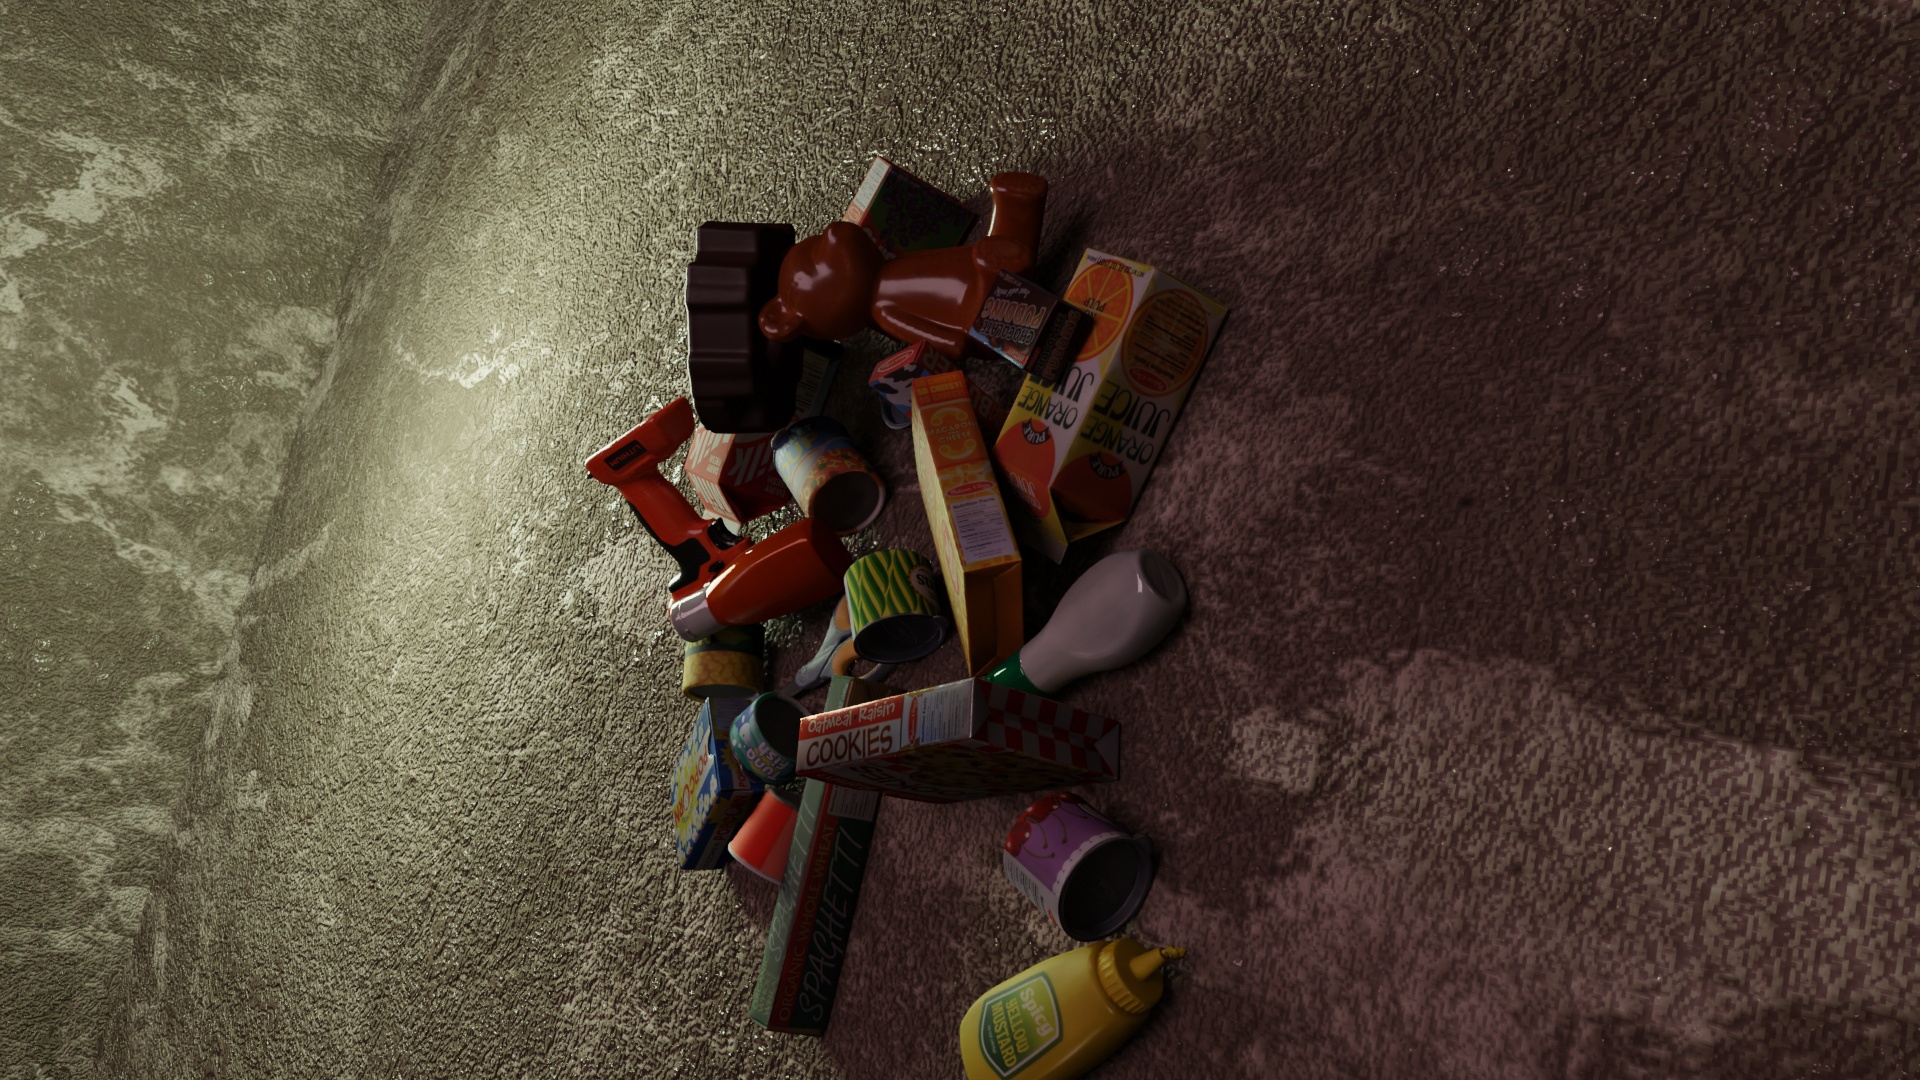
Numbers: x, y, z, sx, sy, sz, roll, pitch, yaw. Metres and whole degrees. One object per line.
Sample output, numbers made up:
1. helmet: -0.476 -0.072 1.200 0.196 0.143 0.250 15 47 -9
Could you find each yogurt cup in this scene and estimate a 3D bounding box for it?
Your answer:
1. yogurt cup: -0.129 0.218 1.023 0.072 0.072 0.054 25 86 52

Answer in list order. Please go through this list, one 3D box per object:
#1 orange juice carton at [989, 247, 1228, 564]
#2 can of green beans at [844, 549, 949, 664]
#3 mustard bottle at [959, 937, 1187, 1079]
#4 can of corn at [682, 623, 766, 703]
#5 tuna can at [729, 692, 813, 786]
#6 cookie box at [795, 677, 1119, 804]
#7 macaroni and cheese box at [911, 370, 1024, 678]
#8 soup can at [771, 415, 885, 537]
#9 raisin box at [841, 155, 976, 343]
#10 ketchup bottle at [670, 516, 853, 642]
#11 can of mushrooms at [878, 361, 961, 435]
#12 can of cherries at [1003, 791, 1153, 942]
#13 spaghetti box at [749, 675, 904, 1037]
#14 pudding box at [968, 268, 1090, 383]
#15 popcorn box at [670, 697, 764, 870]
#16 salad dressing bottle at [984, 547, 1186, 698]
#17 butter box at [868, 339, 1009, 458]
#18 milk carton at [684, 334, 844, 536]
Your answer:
1. orange juice carton: 0.085 -0.082 0.890 0.072 0.073 0.192 33 100 53
2. can of green beans: -0.048 0.047 0.998 0.071 0.071 0.058 -39 47 33
3. mustard bottle: 0.065 0.262 0.780 0.159 0.049 0.065 -44 47 30
4. can of corn: -0.198 0.100 1.151 0.071 0.071 0.058 -24 58 43
5. tuna can: -0.141 0.152 1.061 0.032 0.071 0.071 -43 45 30
6. cookie box: -0.004 0.130 0.863 0.167 0.123 0.040 -19 60 45
7. macaroni and cheese box: 0.003 -0.012 0.928 0.123 0.040 0.167 86 170 -52
8. soup can: -0.107 -0.052 1.110 0.071 0.071 0.084 -56 40 17
9. raisin box: -0.057 -0.233 1.118 0.123 0.086 0.040 -58 34 15
10. ketchup bottle: -0.160 0.037 1.091 0.148 0.064 0.044 -26 36 20
11. can of mushrooms: -0.030 -0.113 1.076 0.071 0.033 0.071 -23 58 43
12. can of cherries: 0.069 0.185 0.800 0.058 0.071 0.071 30 97 53
13. spaghetti box: -0.094 0.222 0.989 0.028 0.050 0.250 2 75 53
14. pudding box: 0.043 -0.137 0.883 0.049 0.030 0.084 -63 32 12
15. popcorn box: -0.195 0.195 1.105 0.126 0.038 0.085 120 146 -42
16. salad dressing bottle: 0.074 0.062 0.866 0.147 0.044 0.064 -41 48 33
17. butter box: -0.010 -0.096 0.989 0.053 0.103 0.024 -20 40 46
18. milk carton: -0.179 -0.097 1.215 0.072 0.073 0.190 19 90 52
